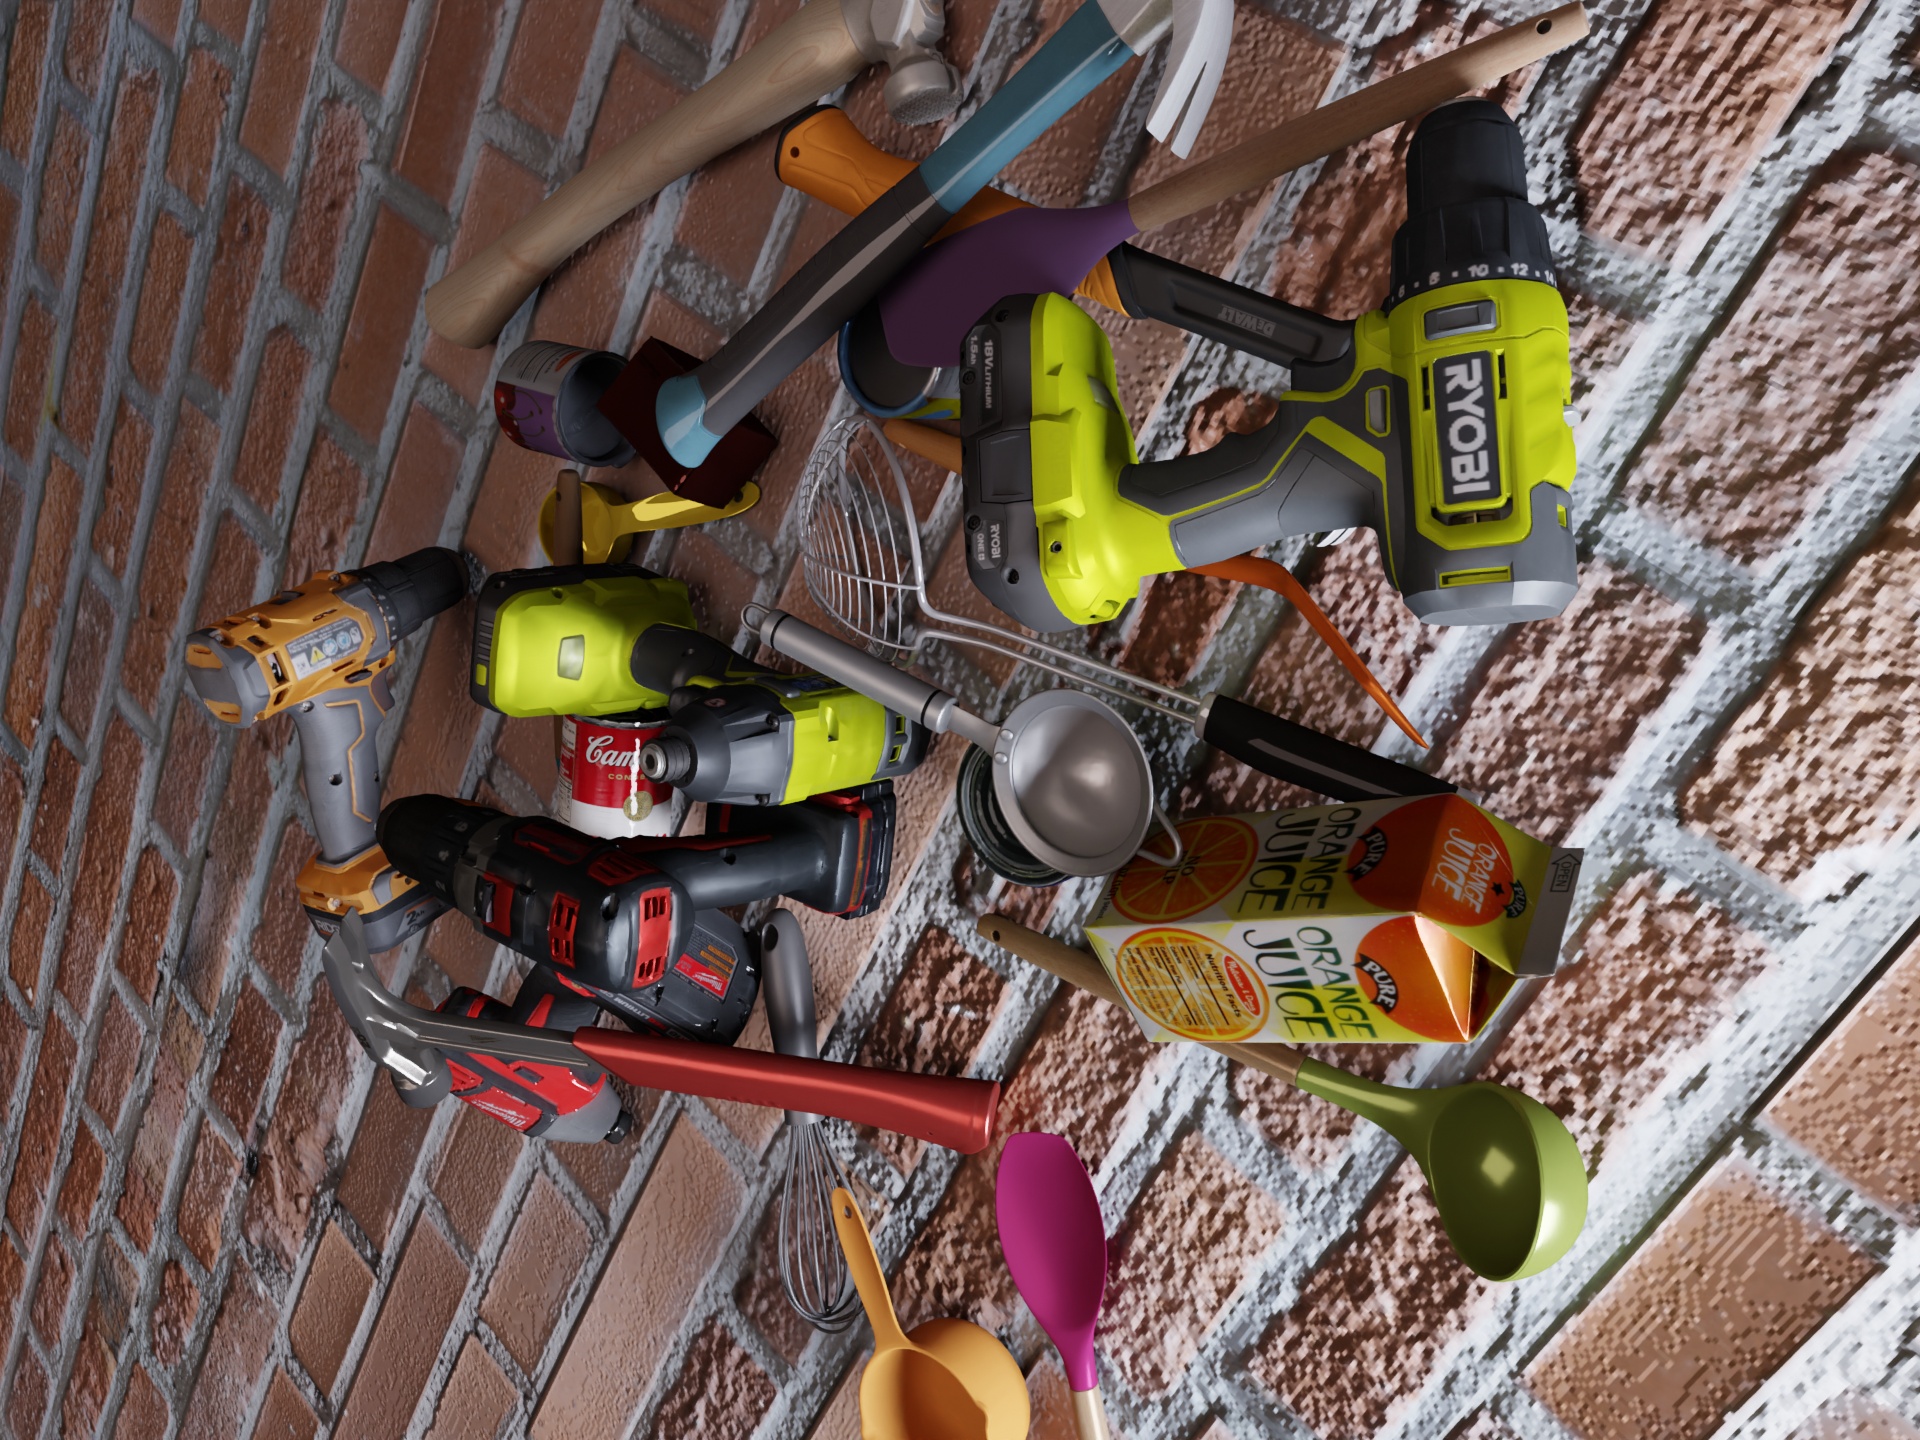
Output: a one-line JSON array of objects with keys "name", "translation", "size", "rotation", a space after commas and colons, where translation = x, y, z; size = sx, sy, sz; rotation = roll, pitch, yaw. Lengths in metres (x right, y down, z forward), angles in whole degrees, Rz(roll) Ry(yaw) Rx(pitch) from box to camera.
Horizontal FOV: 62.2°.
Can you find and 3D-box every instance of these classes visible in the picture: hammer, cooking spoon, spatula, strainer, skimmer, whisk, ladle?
[{"name": "hammer", "translation": [0.051, -0.198, 0.712], "size": [0.337, 0.034, 0.127], "rotation": [29, 112, 23]}, {"name": "cooking spoon", "translation": [0.068, 0.368, 0.823], "size": [0.069, 0.017, 0.319], "rotation": [-10, 91, 38]}, {"name": "hammer", "translation": [-0.158, 0.178, 0.851], "size": [0.359, 0.037, 0.149], "rotation": [6, 134, 11]}, {"name": "spatula", "translation": [0.076, -0.078, 0.728], "size": [0.323, 0.081, 0.041], "rotation": [30, 89, 35]}, {"name": "hammer", "translation": [-0.175, -0.319, 0.883], "size": [0.410, 0.038, 0.146], "rotation": [-18, 85, 37]}, {"name": "strainer", "translation": [-0.001, -0.002, 0.737], "size": [0.258, 0.050, 0.086], "rotation": [27, 117, 23]}, {"name": "spatula", "translation": [-0.247, 0.002, 0.965], "size": [0.082, 0.044, 0.317], "rotation": [29, 123, 38]}, {"name": "skimmer", "translation": [0.071, -0.041, 0.743], "size": [0.363, 0.090, 0.127], "rotation": [22, 136, 21]}, {"name": "hammer", "translation": [-0.021, -0.226, 0.701], "size": [0.331, 0.033, 0.128], "rotation": [-36, 66, 27]}, {"name": "whisk", "translation": [-0.087, 0.225, 0.899], "size": [0.055, 0.055, 0.239], "rotation": [-10, 87, 37]}, {"name": "ladle", "translation": [0.126, 0.152, 0.723], "size": [0.320, 0.062, 0.078], "rotation": [21, 109, 35]}, {"name": "spatula", "translation": [0.095, -0.216, 0.653], "size": [0.316, 0.018, 0.060], "rotation": [-16, 85, 31]}]

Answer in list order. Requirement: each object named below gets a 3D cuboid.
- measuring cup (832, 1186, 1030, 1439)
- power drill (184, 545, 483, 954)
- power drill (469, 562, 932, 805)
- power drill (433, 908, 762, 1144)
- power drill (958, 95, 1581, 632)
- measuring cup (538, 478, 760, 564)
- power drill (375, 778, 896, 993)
[{"name": "measuring cup", "translation": [-0.021, 0.330, 0.863], "size": [0.095, 0.052, 0.174], "rotation": [-29, 78, 36]}, {"name": "power drill", "translation": [-0.368, 0.010, 1.018], "size": [0.084, 0.185, 0.226], "rotation": [6, 120, 36]}, {"name": "power drill", "translation": [-0.149, -0.017, 0.830], "size": [0.223, 0.171, 0.080], "rotation": [21, 110, 36]}, {"name": "power drill", "translation": [-0.219, 0.183, 0.947], "size": [0.143, 0.079, 0.219], "rotation": [37, 129, -19]}, {"name": "power drill", "translation": [0.118, -0.126, 0.619], "size": [0.228, 0.080, 0.190], "rotation": [-5, 84, 28]}, {"name": "measuring cup", "translation": [-0.178, -0.120, 0.930], "size": [0.156, 0.029, 0.062], "rotation": [-7, 96, 25]}, {"name": "power drill", "translation": [-0.162, 0.064, 0.813], "size": [0.188, 0.226, 0.080], "rotation": [16, 107, 33]}]
